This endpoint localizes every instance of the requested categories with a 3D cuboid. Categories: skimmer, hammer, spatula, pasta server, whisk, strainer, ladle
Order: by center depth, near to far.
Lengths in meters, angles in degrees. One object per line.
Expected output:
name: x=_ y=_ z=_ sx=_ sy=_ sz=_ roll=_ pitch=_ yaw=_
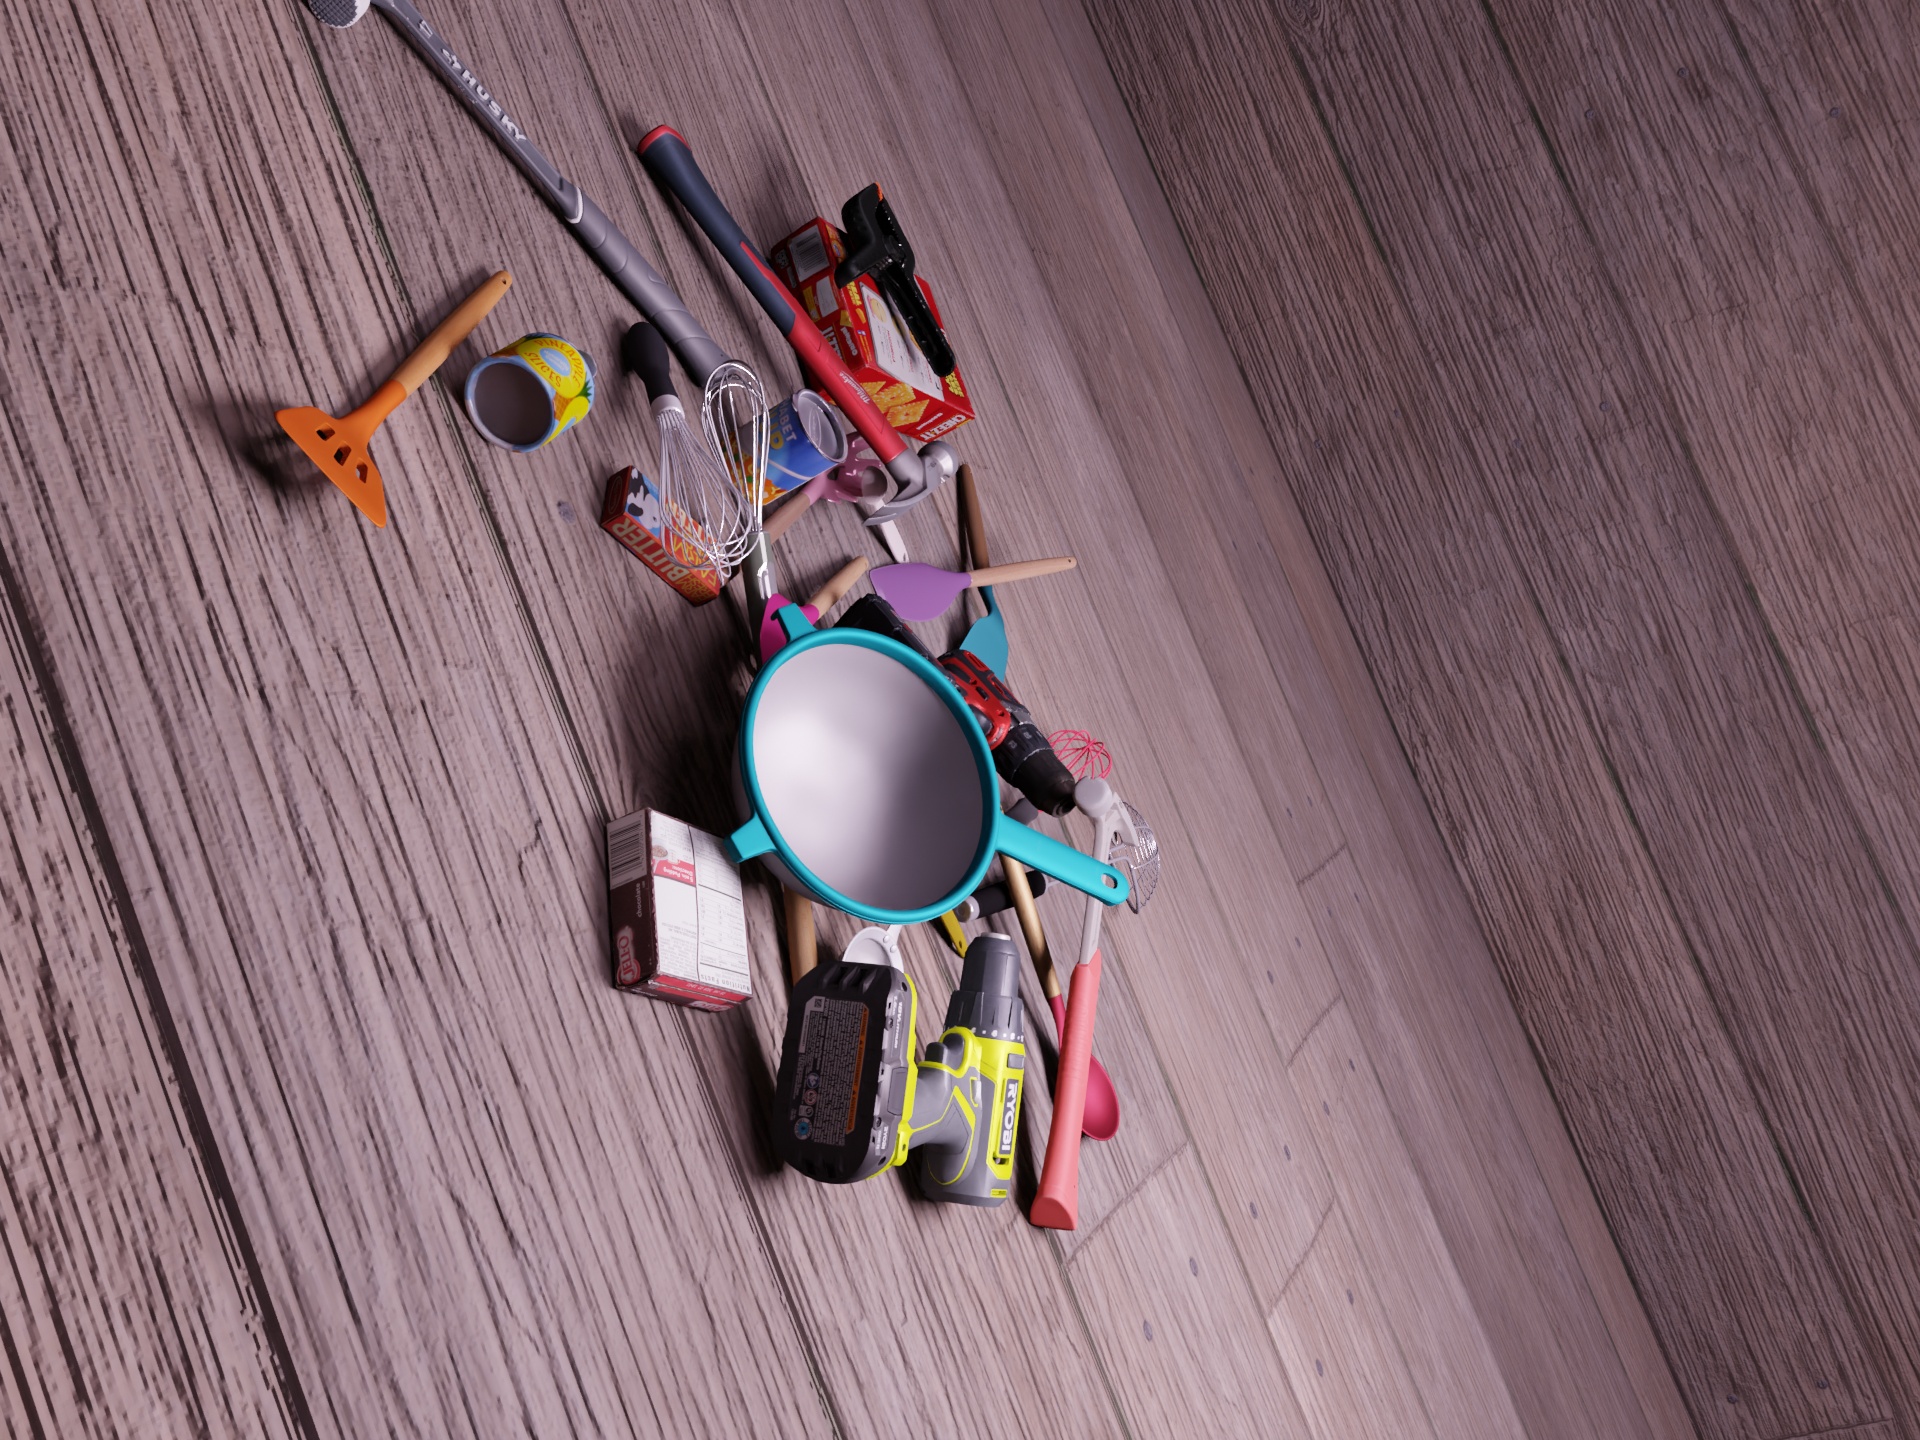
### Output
spatula: x=-0.333 y=-0.218 z=0.982 sx=0.081 sy=0.041 sz=0.323 roll=51 pitch=28 yaw=-26
strainer: x=-0.031 y=0.074 z=1.133 sx=0.340 sy=0.095 sz=0.211 roll=27 pitch=54 yaw=-29
whisk: x=-0.206 y=-0.203 z=1.157 sx=0.070 sy=0.070 sz=0.285 roll=35 pitch=24 yaw=-47
strainer: x=-0.043 y=0.140 z=1.160 sx=0.259 sy=0.050 sz=0.086 roll=-60 pitch=138 yaw=-35
whisk: x=-0.157 y=-0.148 z=1.200 sx=0.058 sy=0.059 sz=0.246 roll=-14 pitch=98 yaw=-52
hammer: x=-0.308 y=-0.409 z=1.206 sx=0.408 sy=0.036 sz=0.149 roll=48 pitch=30 yaw=-34
hammer: x=0.102 y=0.235 z=1.315 sx=0.149 sy=0.037 sz=0.359 roll=57 pitch=38 yaw=-60
pasta server: x=-0.135 y=-0.175 z=1.330 sx=0.316 sy=0.040 sz=0.060 roll=-59 pitch=143 yaw=-59
ladle: x=0.071 y=0.210 z=1.352 sx=0.069 sy=0.031 sz=0.315 roll=-27 pitch=101 yaw=-53
hammer: x=-0.154 y=-0.342 z=1.373 sx=0.386 sy=0.038 sz=0.143 roll=52 pitch=37 yaw=-7
skimmer: x=0.084 y=0.146 z=1.481 sx=0.363 sy=0.090 sz=0.127 roll=-11 pitch=82 yaw=-54
whisk: x=0.069 y=0.075 z=1.486 sx=0.073 sy=0.073 sz=0.296 roll=62 pitch=32 yaw=-7
spatula: x=0.022 y=-0.138 z=1.553 sx=0.316 sy=0.018 sz=0.060 roll=-17 pitch=79 yaw=-51
spatula: x=0.012 y=-0.149 z=1.609 sx=0.082 sy=0.044 sz=0.318 roll=40 pitch=31 yaw=-41

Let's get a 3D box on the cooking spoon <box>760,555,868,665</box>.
cooking spoon: x=-0.113 y=-0.092 z=1.266 sx=0.319 sy=0.017 sz=0.068 roll=-64 pitch=150 yaw=-70

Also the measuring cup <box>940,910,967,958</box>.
measuring cup: x=-0.033 y=0.139 z=1.278 sx=0.062 sy=0.029 sz=0.156 roll=-78 pitch=149 yaw=-51

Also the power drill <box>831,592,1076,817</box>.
power drill: x=-0.002 y=-0.004 z=1.327 sx=0.188 sy=0.080 sz=0.226 roll=49 pitch=14 yaw=30

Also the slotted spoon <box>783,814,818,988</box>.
slotted spoon: x=-0.116 y=0.126 z=1.116 sx=0.070 sy=0.031 sz=0.314 roll=19 pitch=54 yaw=-48

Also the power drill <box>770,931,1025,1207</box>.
power drill: x=-0.025 y=0.229 z=1.079 sx=0.228 sy=0.080 sz=0.191 roll=28 pitch=66 yaw=-57

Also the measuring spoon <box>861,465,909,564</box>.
measuring spoon: x=-0.062 y=-0.183 z=1.457 sx=0.124 sy=0.018 sz=0.034 roll=66 pitch=34 yaw=-47
